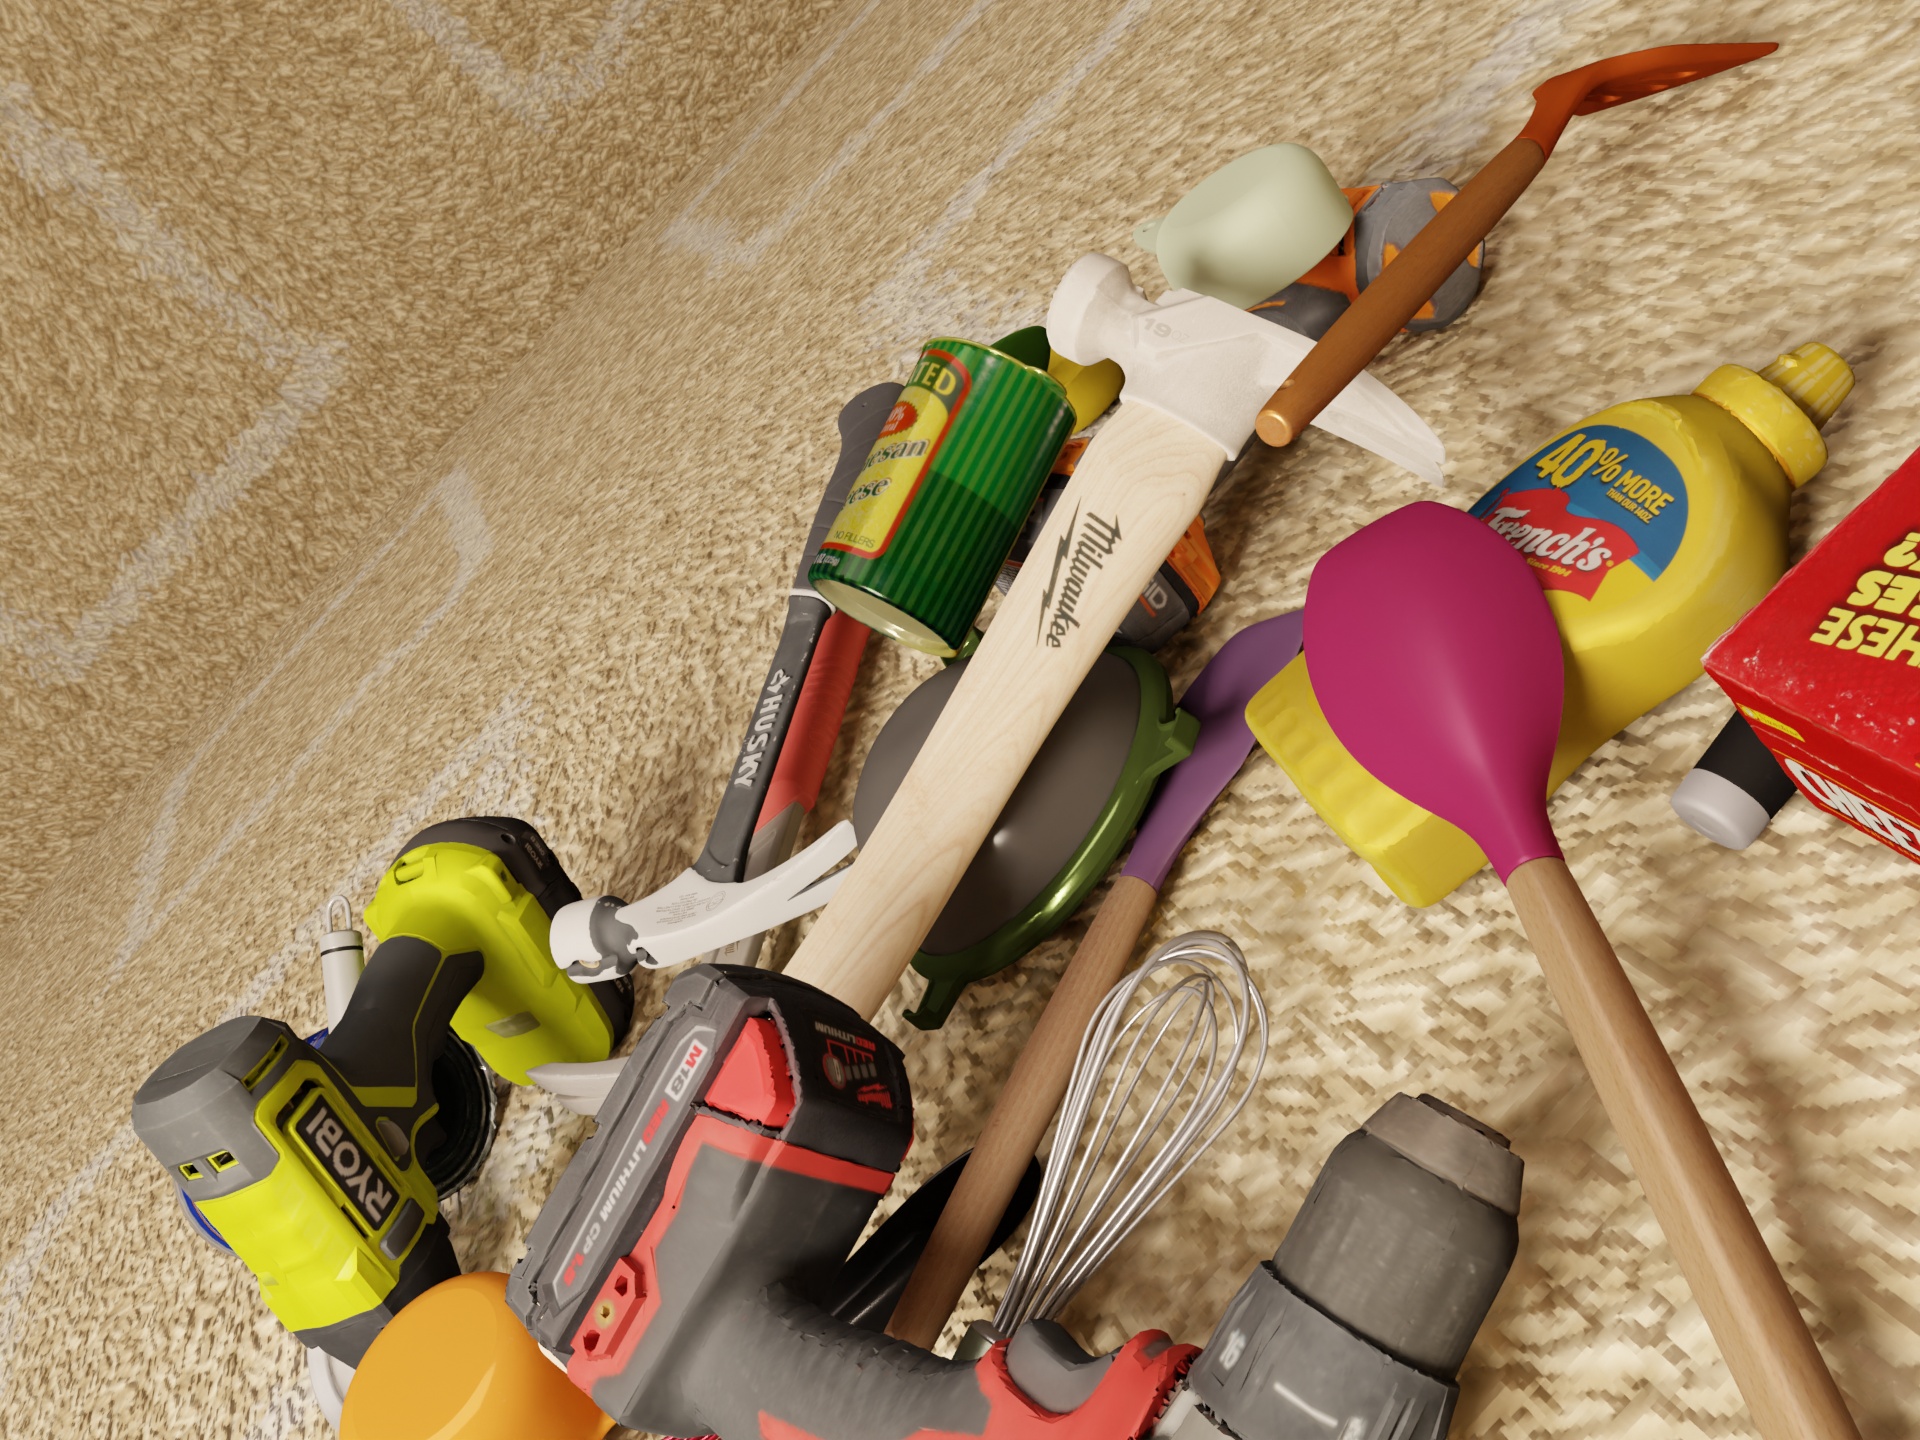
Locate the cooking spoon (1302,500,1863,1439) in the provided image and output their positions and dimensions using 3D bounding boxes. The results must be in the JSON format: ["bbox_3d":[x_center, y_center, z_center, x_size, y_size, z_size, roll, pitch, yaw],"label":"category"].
[{"bbox_3d":[0.144,0.056,0.370,0.069,0.017,0.319,-31,44,20],"label":"cooking spoon"}]

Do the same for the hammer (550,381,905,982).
[{"bbox_3d":[-0.074,-0.049,0.790,0.149,0.036,0.409,-16,38,26],"label":"hammer"}]

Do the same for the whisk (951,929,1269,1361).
[{"bbox_3d":[0.017,0.168,0.447,0.058,0.059,0.246,18,73,49],"label":"whisk"}]

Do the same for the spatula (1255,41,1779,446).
[{"bbox_3d":[0.191,-0.177,0.554,0.081,0.041,0.323,-2,36,49],"label":"spatula"}]

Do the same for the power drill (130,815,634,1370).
[{"bbox_3d":[-0.226,0.156,0.678,0.080,0.171,0.223,-21,22,19],"label":"power drill"}]

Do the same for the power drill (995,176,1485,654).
[{"bbox_3d":[0.100,-0.140,0.692,0.226,0.084,0.164,-48,26,-9],"label":"power drill"}]

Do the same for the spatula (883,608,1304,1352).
[{"bbox_3d":[0.047,0.076,0.531,0.060,0.018,0.316,-19,33,51],"label":"spatula"}]

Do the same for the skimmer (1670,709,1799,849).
[{"bbox_3d":[0.278,-0.134,0.415,0.363,0.090,0.127,-52,-5,-2],"label":"skimmer"}]

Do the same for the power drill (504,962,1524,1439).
[{"bbox_3d":[0.009,0.140,0.389,0.227,0.080,0.188,26,84,39],"label":"power drill"}]

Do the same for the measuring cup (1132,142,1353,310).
[{"bbox_3d":[0.101,-0.214,0.675,0.083,0.038,0.168,-39,27,0],"label":"measuring cup"}]

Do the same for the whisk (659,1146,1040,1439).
[{"bbox_3d":[-0.087,0.237,0.501,0.296,0.073,0.073,-42,27,-3],"label":"whisk"}]

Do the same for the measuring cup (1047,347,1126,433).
[{"bbox_3d":[0.058,-0.189,0.882,0.062,0.029,0.157,-44,16,8],"label":"measuring cup"}]

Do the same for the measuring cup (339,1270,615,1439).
[{"bbox_3d":[-0.137,0.223,0.551,0.173,0.052,0.095,-24,35,14],"label":"measuring cup"}]

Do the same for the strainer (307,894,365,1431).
[{"bbox_3d":[-0.265,0.204,0.716,0.087,0.050,0.259,-20,73,28],"label":"strainer"}]

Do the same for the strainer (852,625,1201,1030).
[{"bbox_3d":[-0.001,-0.002,0.649,0.151,0.069,0.257,-49,21,13],"label":"strainer"}]

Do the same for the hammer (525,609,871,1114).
[{"bbox_3d":[-0.089,0.026,0.774,0.149,0.036,0.359,-17,38,26],"label":"hammer"}]

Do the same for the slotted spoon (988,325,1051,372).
[{"bbox_3d":[0.019,-0.166,0.793,0.070,0.031,0.314,-41,8,10],"label":"slotted spoon"}]

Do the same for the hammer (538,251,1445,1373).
[{"bbox_3d":[-0.004,0.042,0.526,0.146,0.038,0.410,31,86,23],"label":"hammer"}]
